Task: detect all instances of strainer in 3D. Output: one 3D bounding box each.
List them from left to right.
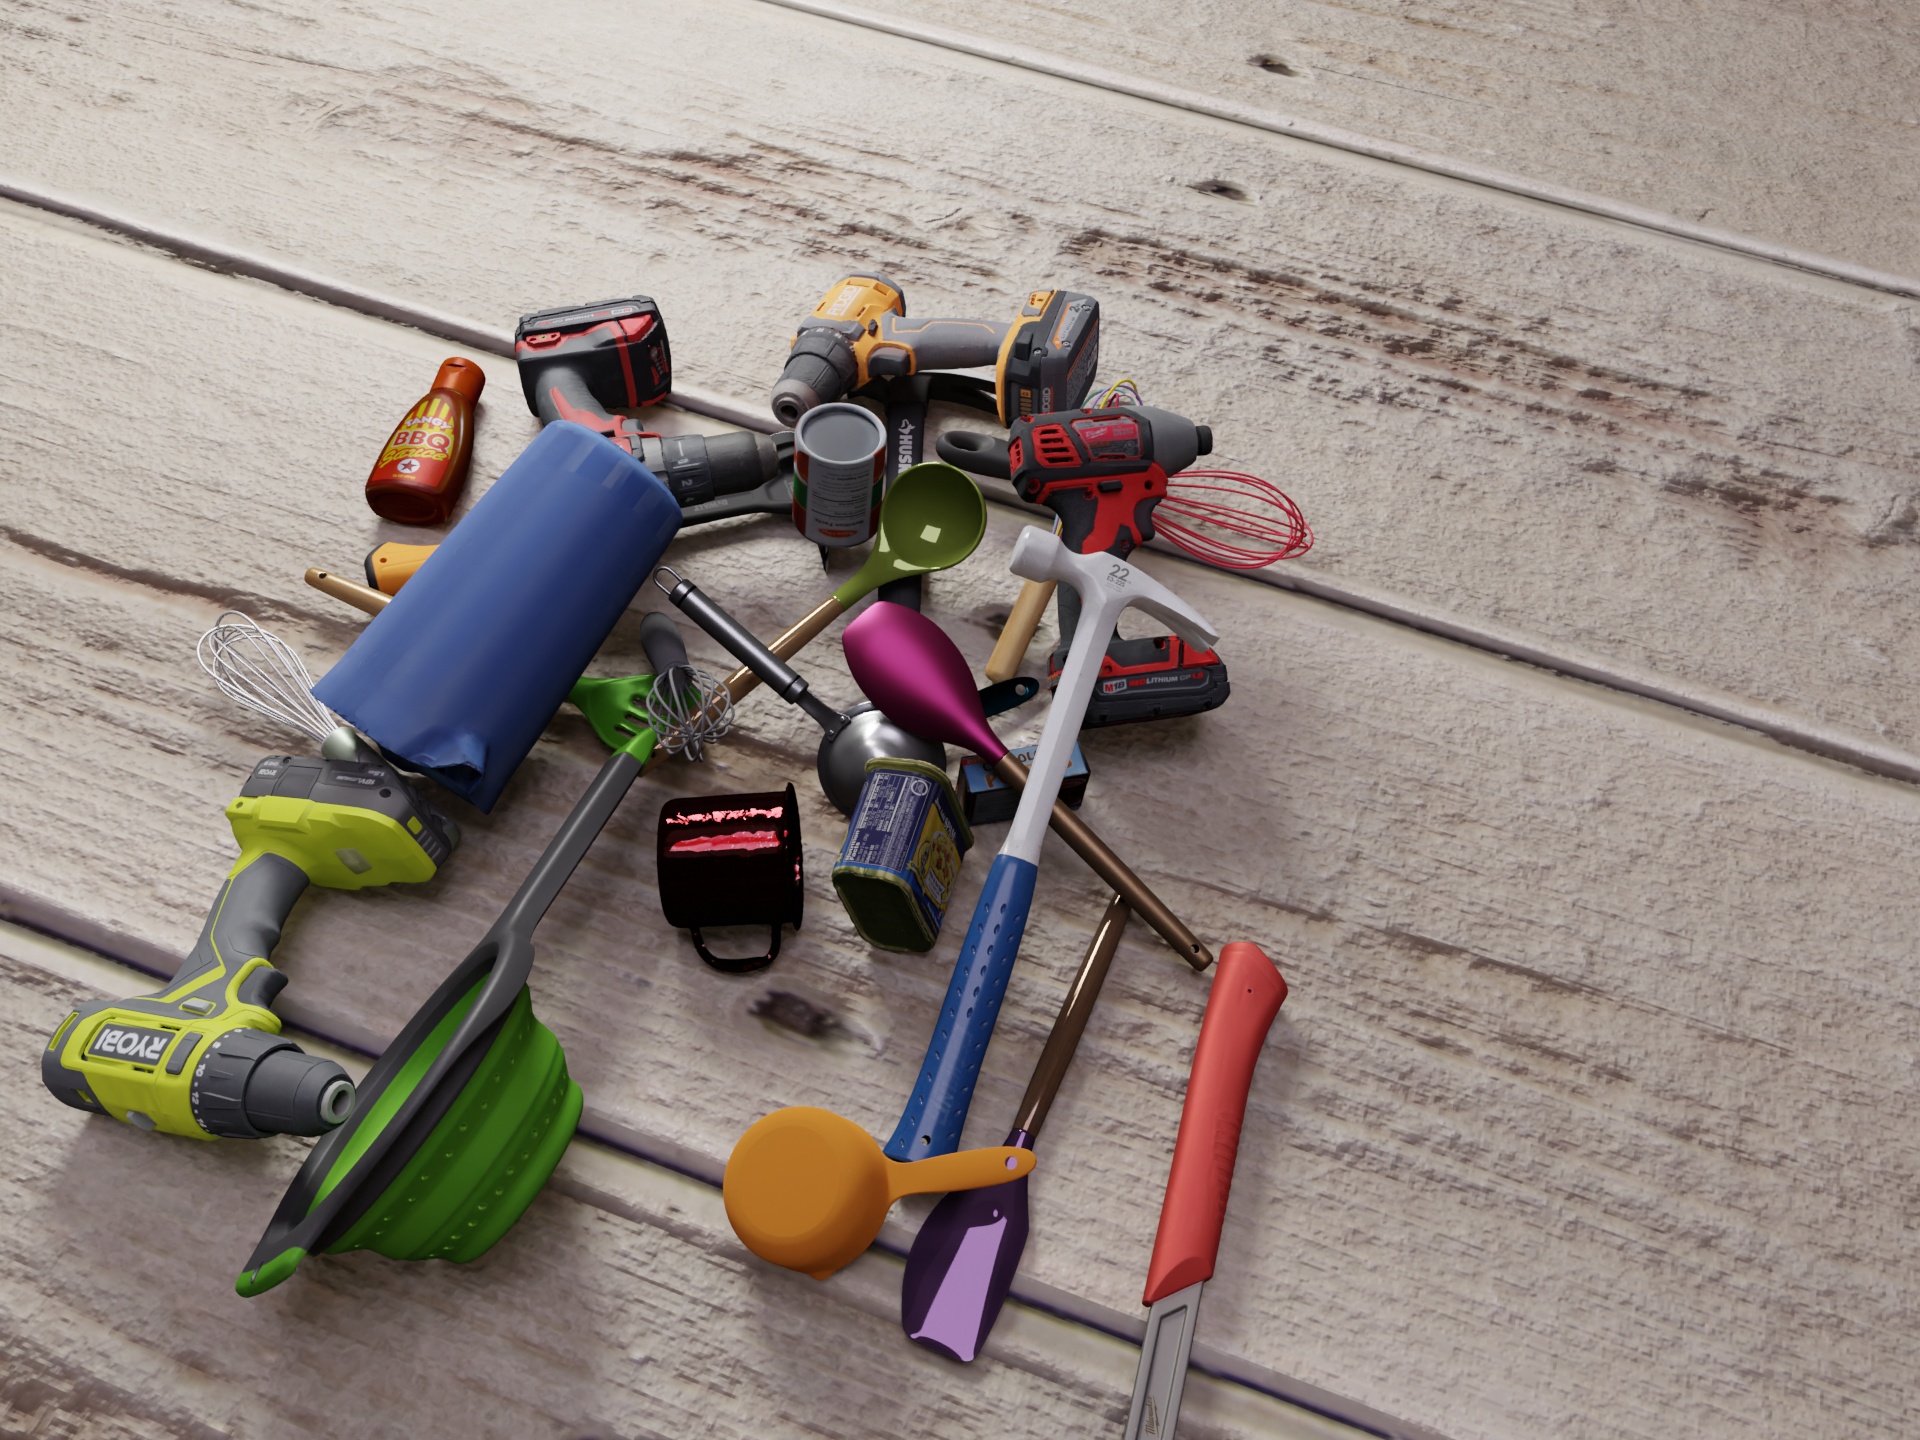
[{"bbox_3d":[-0.104,-0.013,1.044,0.258,0.050,0.087,41,100,-1],"label":"strainer"}]

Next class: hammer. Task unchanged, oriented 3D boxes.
[{"bbox_3d":[-0.265,-0.134,1.179,0.337,0.034,0.127,-13,55,-13],"label":"hammer"},{"bbox_3d":[-0.039,-0.153,1.209,0.146,0.035,0.335,2,54,-2],"label":"hammer"},{"bbox_3d":[0.044,0.079,0.980,0.144,0.035,0.406,21,71,-5],"label":"hammer"},{"bbox_3d":[0.121,0.285,0.904,0.149,0.036,0.359,15,55,6],"label":"hammer"}]

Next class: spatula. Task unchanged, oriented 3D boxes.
[{"bbox_3d":[0.045,0.225,0.952,0.060,0.018,0.316,20,56,13],"label":"spatula"}]

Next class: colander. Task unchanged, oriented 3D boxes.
[{"bbox_3d":[-0.243,0.165,0.909,0.094,0.204,0.397,40,49,-15],"label":"colander"}]

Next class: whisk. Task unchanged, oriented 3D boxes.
[{"bbox_3d":[-0.421,0.009,1.059,0.246,0.059,0.058,38,32,16],"label":"whisk"},{"bbox_3d":[-0.189,-0.032,1.044,0.055,0.055,0.239,-13,23,-13],"label":"whisk"},{"bbox_3d":[0.073,-0.139,1.150,0.051,0.047,0.245,24,82,3],"label":"whisk"},{"bbox_3d":[0.124,-0.174,1.205,0.296,0.073,0.073,15,55,2],"label":"whisk"}]

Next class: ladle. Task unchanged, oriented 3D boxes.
[{"bbox_3d":[-0.103,-0.070,1.092,0.078,0.062,0.320,44,65,8],"label":"ladle"}]

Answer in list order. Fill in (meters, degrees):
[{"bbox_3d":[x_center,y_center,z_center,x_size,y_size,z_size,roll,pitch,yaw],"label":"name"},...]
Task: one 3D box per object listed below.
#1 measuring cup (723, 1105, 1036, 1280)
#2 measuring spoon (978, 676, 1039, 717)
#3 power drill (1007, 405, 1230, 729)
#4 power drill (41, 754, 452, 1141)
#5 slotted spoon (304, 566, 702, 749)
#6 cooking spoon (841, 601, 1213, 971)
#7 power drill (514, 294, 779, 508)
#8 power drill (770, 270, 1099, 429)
[{"bbox_3d":[-0.047,0.250,0.872,0.173,0.052,0.095,-12,64,12],"label":"measuring cup"},{"bbox_3d":[-0.002,-0.004,1.113,0.128,0.021,0.042,-21,85,-24],"label":"measuring spoon"},{"bbox_3d":[0.116,-0.110,1.100,0.143,0.078,0.220,-7,86,-9],"label":"power drill"},{"bbox_3d":[-0.395,0.136,0.927,0.190,0.080,0.229,3,52,21],"label":"power drill"},{"bbox_3d":[-0.320,-0.046,1.107,0.314,0.031,0.070,22,55,9],"label":"slotted spoon"},{"bbox_3d":[0.045,0.043,1.024,0.069,0.017,0.319,-43,84,-15],"label":"cooking spoon"},{"bbox_3d":[-0.243,-0.227,1.191,0.188,0.080,0.227,-12,45,-8],"label":"power drill"},{"bbox_3d":[-0.023,-0.270,1.209,0.226,0.084,0.185,11,43,14],"label":"power drill"}]
